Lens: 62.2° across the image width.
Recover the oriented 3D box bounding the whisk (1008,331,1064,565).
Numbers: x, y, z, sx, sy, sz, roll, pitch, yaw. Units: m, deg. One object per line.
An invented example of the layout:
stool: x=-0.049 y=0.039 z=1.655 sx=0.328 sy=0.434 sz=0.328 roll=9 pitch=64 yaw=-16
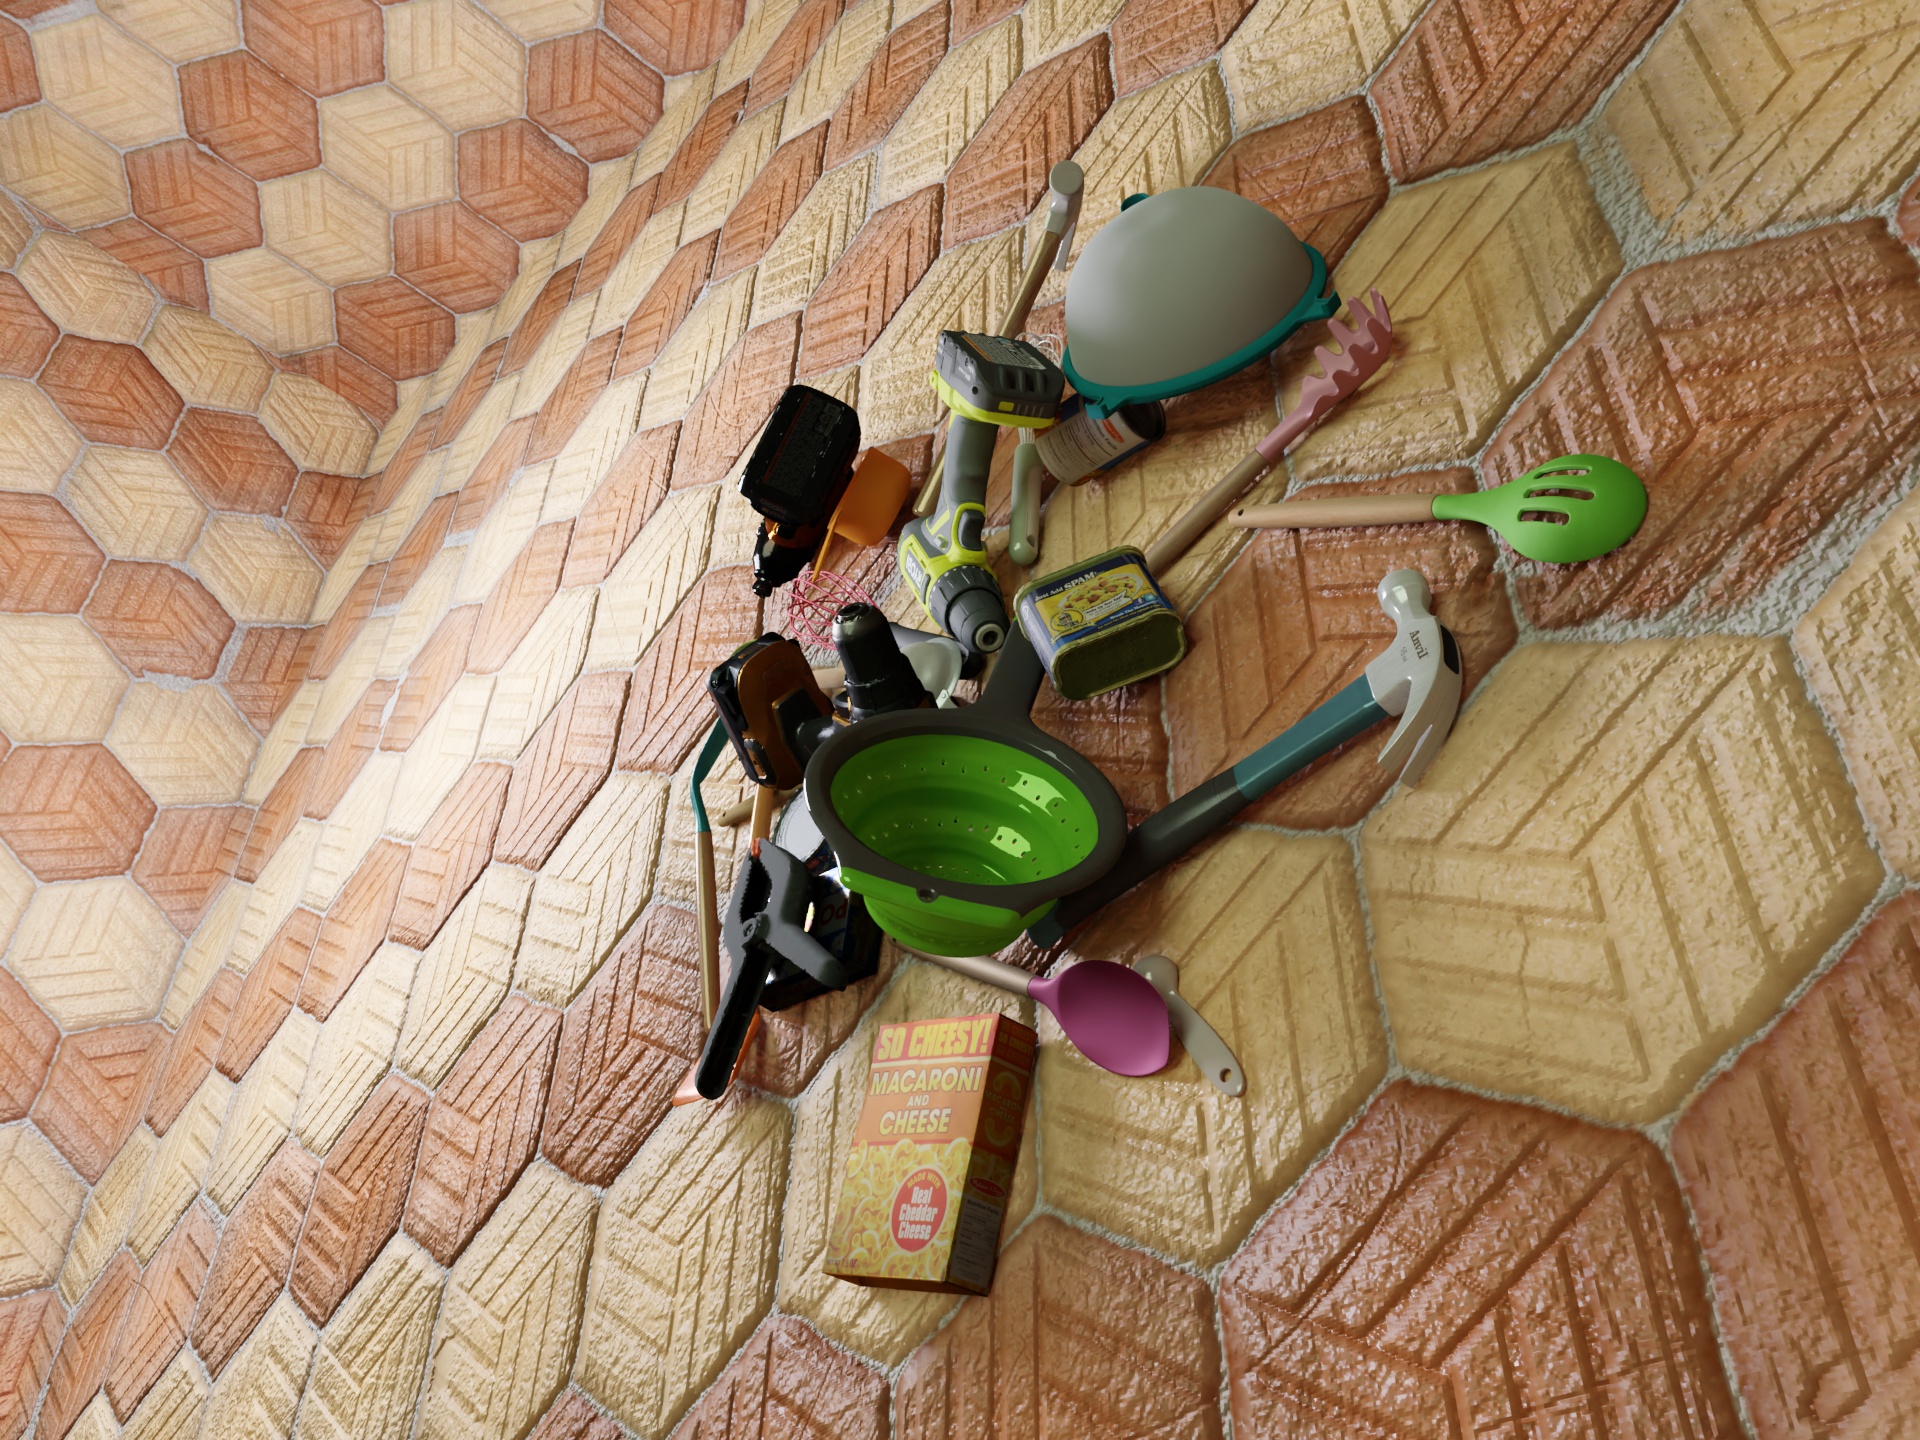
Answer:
whisk: x=0.060 y=-0.235 z=1.352 sx=0.059 sy=0.057 sz=0.247 roll=-18 pitch=53 yaw=34

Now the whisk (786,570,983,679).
whisk: x=-0.072 y=-0.080 z=1.388 sx=0.296 sy=0.073 sz=0.073 roll=24 pitch=82 yaw=51

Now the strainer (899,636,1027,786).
strainer: x=-0.002 y=-0.004 z=1.216 sx=0.087 sy=0.050 sz=0.259 roll=-53 pitch=43 yaw=2

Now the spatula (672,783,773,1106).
spatula: x=-0.183 y=0.164 z=1.326 sx=0.081 sy=0.041 sz=0.323 roll=-28 pitch=48 yaw=39

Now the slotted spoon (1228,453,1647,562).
slotted spoon: x=0.276 y=-0.130 z=0.987 sx=0.314 sy=0.031 sz=0.070 roll=8 pitch=70 yaw=57

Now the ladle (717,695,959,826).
ladle: x=-0.117 y=0.042 z=1.371 sx=0.315 sy=0.031 sz=0.069 roll=-26 pitch=41 yaw=42

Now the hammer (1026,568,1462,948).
hammer: x=0.164 y=0.045 z=0.982 sx=0.331 sy=0.033 sz=0.128 roll=-38 pitch=36 yaw=28

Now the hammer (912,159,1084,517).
hammer: x=0.035 y=-0.333 z=1.442 sx=0.130 sy=0.031 sz=0.331 roll=0 pitch=-66 yaw=-86

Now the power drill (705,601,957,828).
power drill: x=-0.101 y=-0.013 z=1.225 sx=0.084 sy=0.185 sz=0.226 roll=-38 pitch=32 yaw=-31

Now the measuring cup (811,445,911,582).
measuring cup: x=-0.092 y=-0.177 z=1.466 sx=0.095 sy=0.052 sz=0.174 roll=-52 pitch=16 yaw=47

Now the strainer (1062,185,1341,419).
strainer: x=0.154 y=-0.375 z=1.242 sx=0.211 sy=0.095 sz=0.341 roll=-23 pitch=37 yaw=11

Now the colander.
colander: x=0.015 y=0.044 z=1.083 sx=0.397 sy=0.204 sz=0.094 roll=-66 pitch=-12 yaw=-58

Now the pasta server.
pasta server: x=0.190 y=-0.174 z=1.131 sx=0.316 sy=0.040 sz=0.060 roll=-45 pitch=22 yaw=21

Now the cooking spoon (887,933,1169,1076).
cooking spoon: x=0.036 y=0.171 z=1.052 sx=0.319 sy=0.017 sz=0.069 roll=7 pitch=100 yaw=57

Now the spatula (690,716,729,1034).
spatula: x=-0.213 y=0.123 z=1.396 sx=0.082 sy=0.044 sz=0.318 roll=112 pitch=155 yaw=-56

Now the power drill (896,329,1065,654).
power drill: x=0.014 y=-0.178 z=1.265 sx=0.191 sy=0.080 sz=0.228 roll=-120 pitch=38 yaw=-58

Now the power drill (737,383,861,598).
power drill: x=-0.159 y=-0.211 z=1.524 sx=0.226 sy=0.084 sz=0.164 roll=119 pitch=176 yaw=-79

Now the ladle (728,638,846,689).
ladle: x=-0.138 y=-0.037 z=1.381 sx=0.320 sy=0.062 sz=0.078 roll=180 pitch=98 yaw=-67

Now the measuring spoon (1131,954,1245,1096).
measuring spoon: x=0.130 y=0.176 z=0.928 sx=0.034 sy=0.018 sz=0.124 roll=-52 pitch=33 yaw=9
